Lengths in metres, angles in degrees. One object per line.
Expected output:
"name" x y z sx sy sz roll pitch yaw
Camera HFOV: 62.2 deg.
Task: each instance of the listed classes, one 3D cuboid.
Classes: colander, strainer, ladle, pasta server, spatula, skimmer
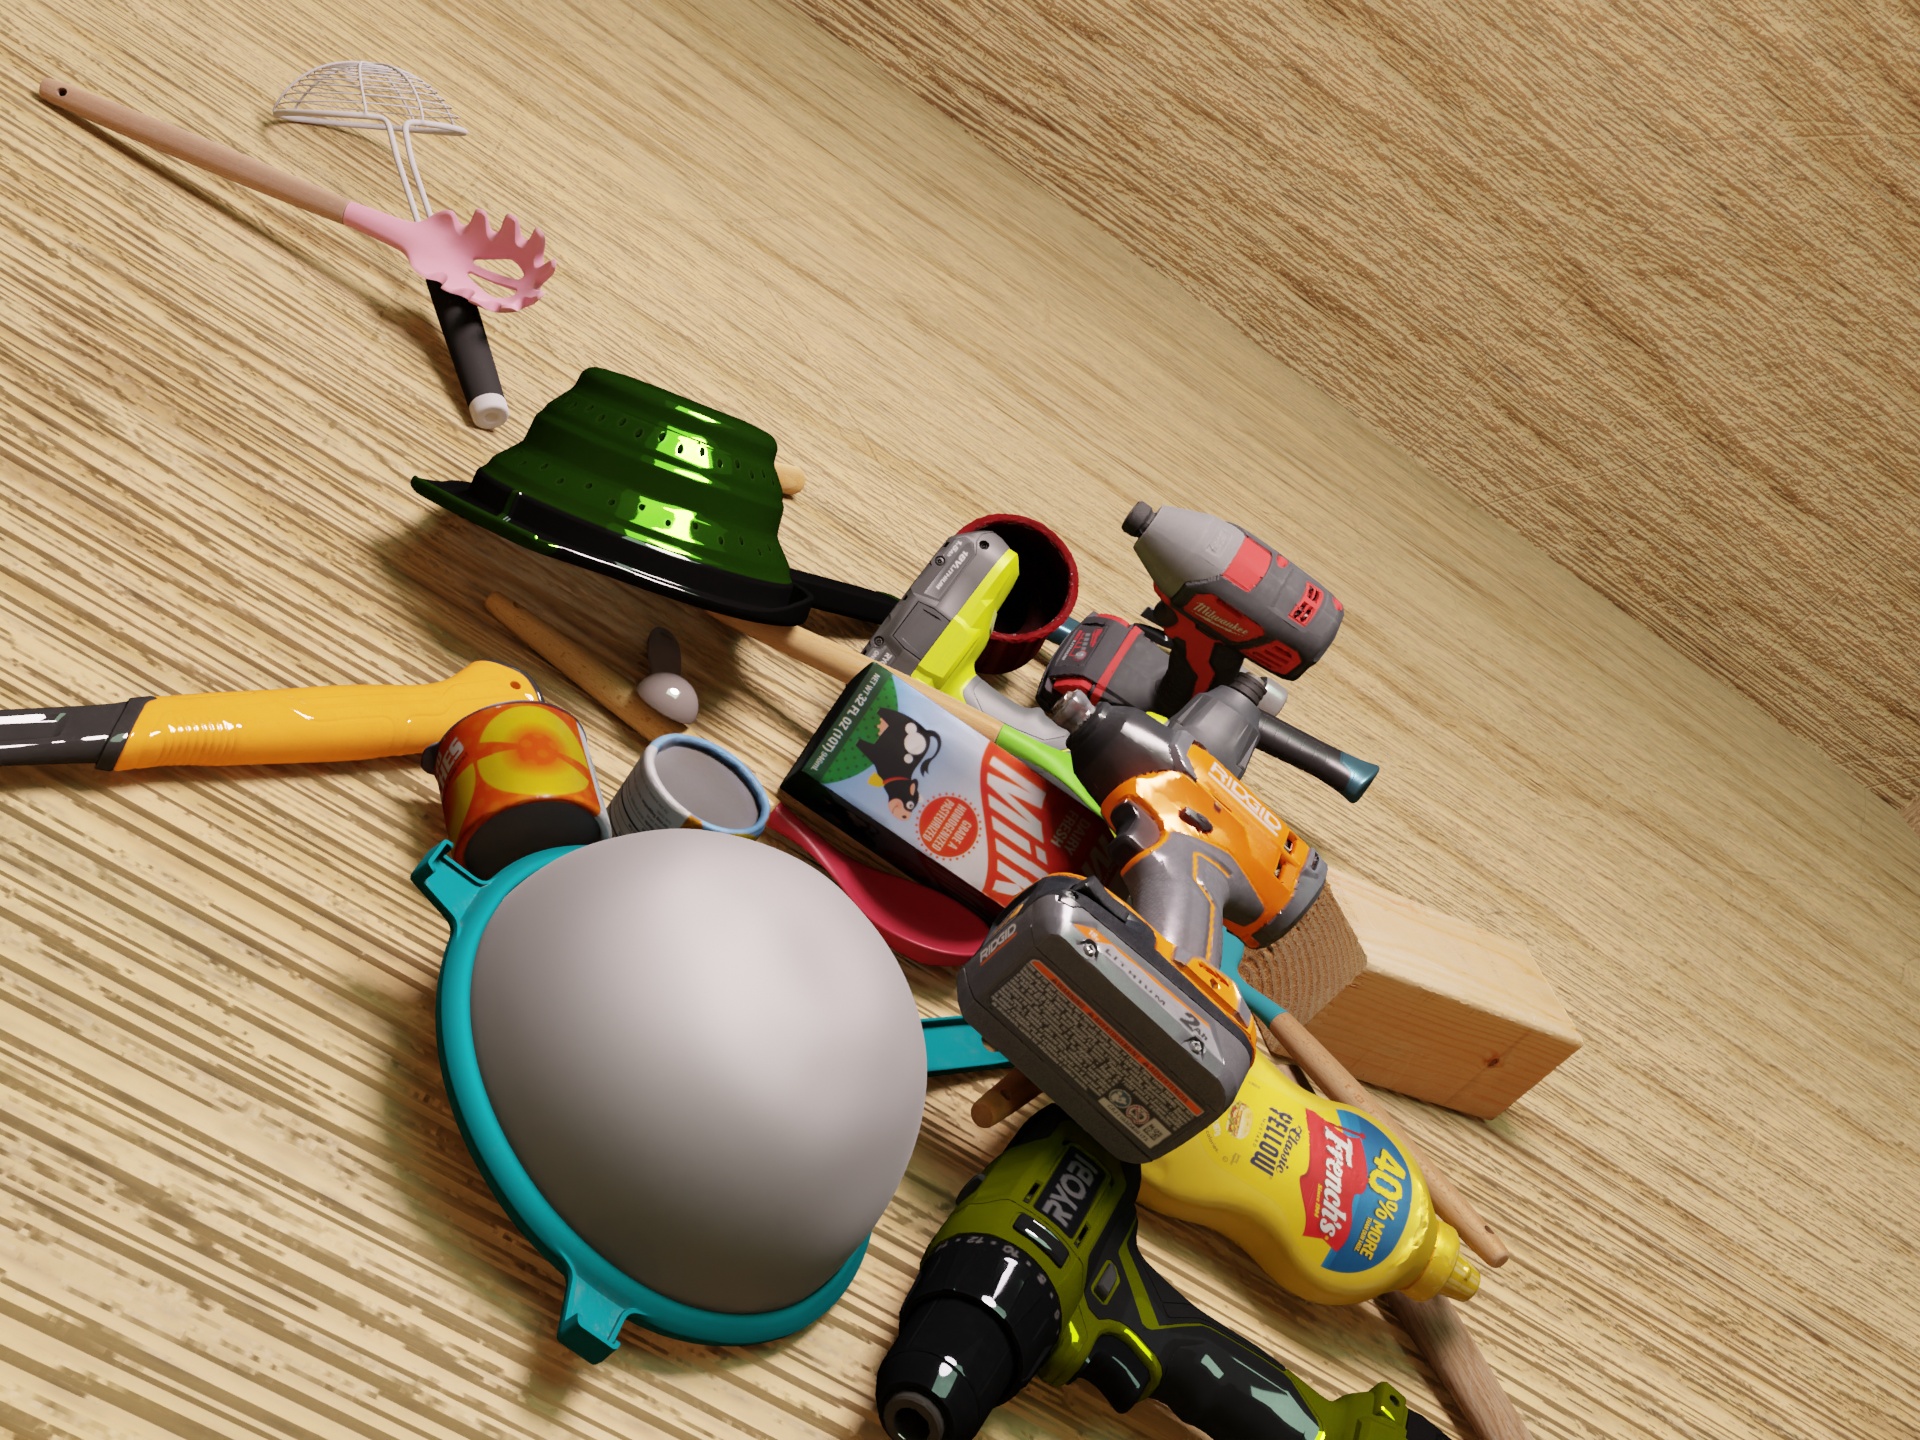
"colander" -0.122 -0.122 0.927 0.205 0.094 0.396 26 9 31
"strainer" -0.045 0.123 0.655 0.340 0.095 0.211 10 47 -53
"ladle" -0.117 0.031 0.817 0.315 0.031 0.069 37 17 2
"pasta server" -0.397 -0.320 0.958 0.316 0.060 0.040 21 -10 -8
"spatula" 0.200 0.178 0.897 0.082 0.044 0.318 13 23 -37
"spatula" 0.078 0.157 0.824 0.081 0.041 0.322 45 24 15
"skimmer" -0.362 -0.314 1.056 0.127 0.090 0.364 -6 59 -34

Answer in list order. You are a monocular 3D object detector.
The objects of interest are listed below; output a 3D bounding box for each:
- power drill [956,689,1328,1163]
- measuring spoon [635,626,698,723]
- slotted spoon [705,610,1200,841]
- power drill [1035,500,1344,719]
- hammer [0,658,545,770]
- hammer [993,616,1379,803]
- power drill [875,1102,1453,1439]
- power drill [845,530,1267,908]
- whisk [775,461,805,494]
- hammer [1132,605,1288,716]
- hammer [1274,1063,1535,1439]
"power drill" 0.082 0.079 0.750 0.164 0.084 0.226 43 33 -2
"measuring spoon" -0.155 -0.032 0.852 0.034 0.018 0.124 31 14 -21
"slotted spoon" -0.001 -0.003 0.893 0.314 0.031 0.070 25 36 5
"power drill" 0.136 -0.054 1.025 0.143 0.219 0.078 34 62 -2
"hammer" -0.296 0.008 0.616 0.127 0.034 0.336 48 28 22
"hammer" 0.159 -0.024 1.181 0.331 0.033 0.128 27 30 0
"power drill" 0.080 0.272 0.624 0.228 0.080 0.190 39 25 9
"power drill" 0.059 -0.006 0.951 0.223 0.171 0.080 36 -7 5
"whisk" -0.182 -0.172 1.047 0.051 0.047 0.245 49 25 23
"hammer" 0.181 0.029 1.192 0.149 0.036 0.409 34 26 -6
"hammer" 0.249 0.318 0.815 0.130 0.031 0.332 12 36 -42
